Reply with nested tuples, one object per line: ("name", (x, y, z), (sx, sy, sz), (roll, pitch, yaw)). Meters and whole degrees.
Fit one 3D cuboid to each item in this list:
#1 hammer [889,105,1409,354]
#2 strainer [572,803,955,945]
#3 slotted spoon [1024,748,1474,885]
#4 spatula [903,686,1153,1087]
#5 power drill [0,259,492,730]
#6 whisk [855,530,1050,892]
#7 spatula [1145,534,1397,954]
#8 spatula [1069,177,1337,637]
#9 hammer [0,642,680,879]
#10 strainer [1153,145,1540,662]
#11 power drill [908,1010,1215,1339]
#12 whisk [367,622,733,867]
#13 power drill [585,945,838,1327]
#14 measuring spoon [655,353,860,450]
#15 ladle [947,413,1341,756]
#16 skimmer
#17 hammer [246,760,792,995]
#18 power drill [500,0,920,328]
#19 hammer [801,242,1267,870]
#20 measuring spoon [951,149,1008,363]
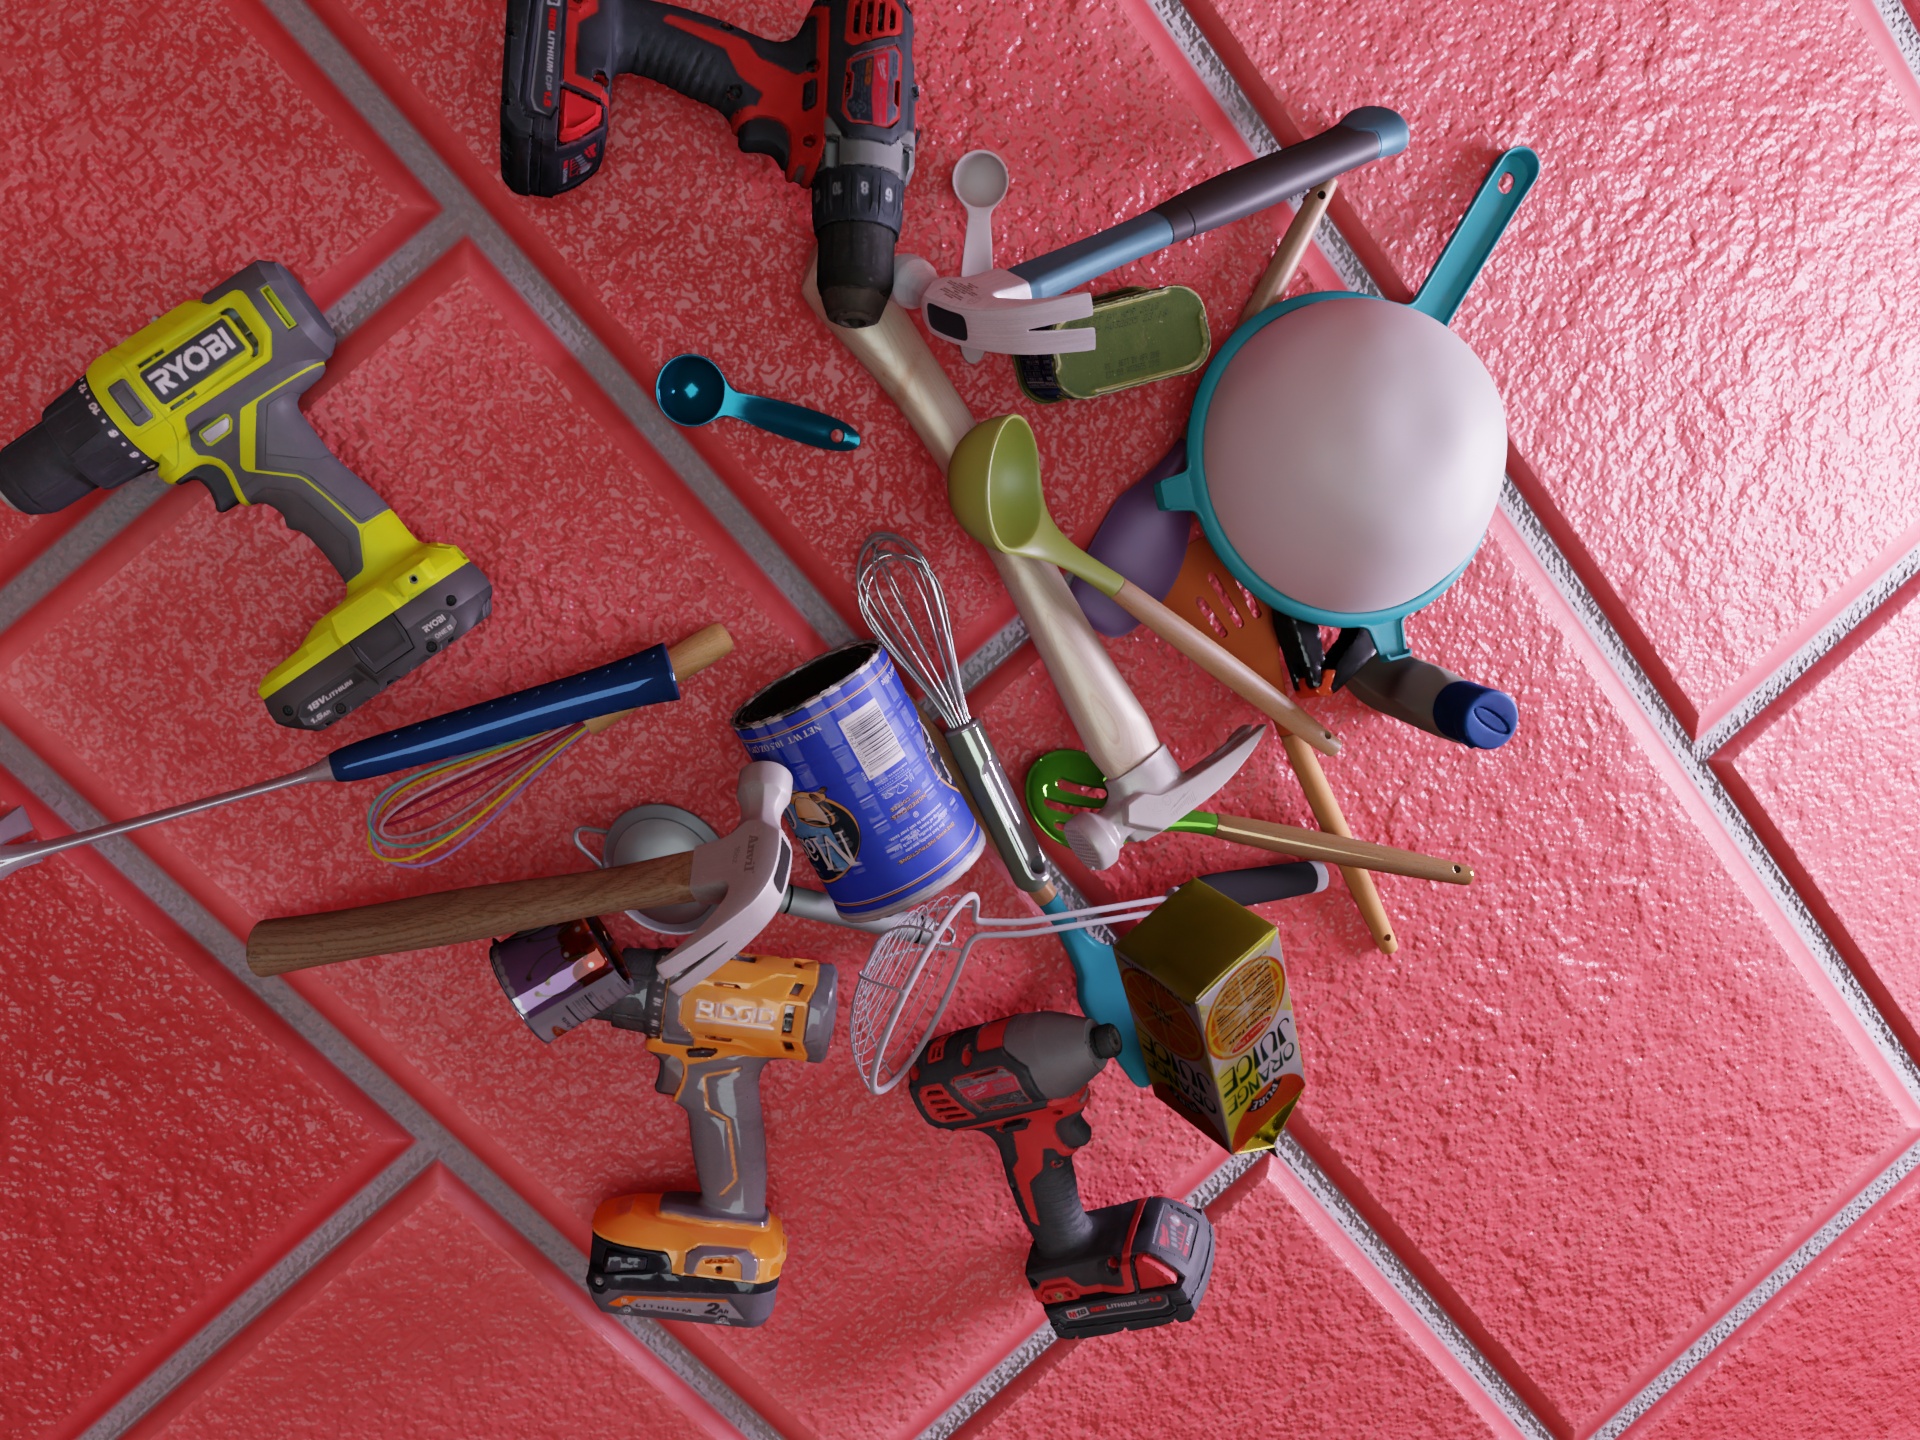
("hammer", (0.125, -0.292, 0.927), (0.331, 0.128, 0.033), (-28, 134, -19))
("strainer", (-0.121, 0.111, 0.996), (0.258, 0.050, 0.087), (16, 54, -20))
("slotted spoon", (0.190, 0.075, 1.042), (0.313, 0.031, 0.070), (11, 63, -9))
("spatula", (0.048, 0.095, 1.027), (0.082, 0.044, 0.317), (-42, 105, -18))
("power drill", (-0.390, -0.110, 0.878), (0.190, 0.080, 0.228), (-35, 103, -3))
("whisk", (-0.002, -0.003, 0.981), (0.058, 0.059, 0.246), (-34, 103, -43))
("spatula", (0.225, 0.024, 1.062), (0.081, 0.041, 0.322), (-30, 110, -5))
("spatula", (0.159, -0.197, 1.004), (0.059, 0.018, 0.316), (26, 96, -6))
("hammer", (-0.358, 0.027, 0.882), (0.405, 0.144, 0.035), (-17, 102, -11))
("strainer", (0.282, -0.218, 0.961), (0.211, 0.095, 0.340), (33, 83, -10))
("power drill", (0.074, 0.286, 1.030), (0.143, 0.078, 0.219), (-21, 106, 27))
("whisk", (-0.246, 0.008, 0.951), (0.245, 0.047, 0.051), (-32, 116, -9))
("power drill", (-0.181, 0.249, 0.992), (0.185, 0.084, 0.226), (9, 95, -6))
("measuring spoon", (-0.121, -0.185, 0.953), (0.128, 0.021, 0.042), (14, 97, -23))
("ladle", (0.121, -0.069, 0.952), (0.320, 0.062, 0.078), (34, 57, -19))
("skimmer", (0.095, 0.143, 0.981), (0.363, 0.090, 0.127), (-7, 130, -26))
("hammer", (-0.254, 0.108, 0.899), (0.331, 0.130, 0.031), (-11, 138, 12))
("power drill", (-0.134, -0.318, 0.872), (0.226, 0.080, 0.188), (3, 84, -15))
("hammer", (0.037, -0.117, 0.969), (0.146, 0.038, 0.410), (-34, 100, -17))
("measuring spoon", (0.008, -0.279, 0.961), (0.034, 0.018, 0.124), (-1, 108, -12))
